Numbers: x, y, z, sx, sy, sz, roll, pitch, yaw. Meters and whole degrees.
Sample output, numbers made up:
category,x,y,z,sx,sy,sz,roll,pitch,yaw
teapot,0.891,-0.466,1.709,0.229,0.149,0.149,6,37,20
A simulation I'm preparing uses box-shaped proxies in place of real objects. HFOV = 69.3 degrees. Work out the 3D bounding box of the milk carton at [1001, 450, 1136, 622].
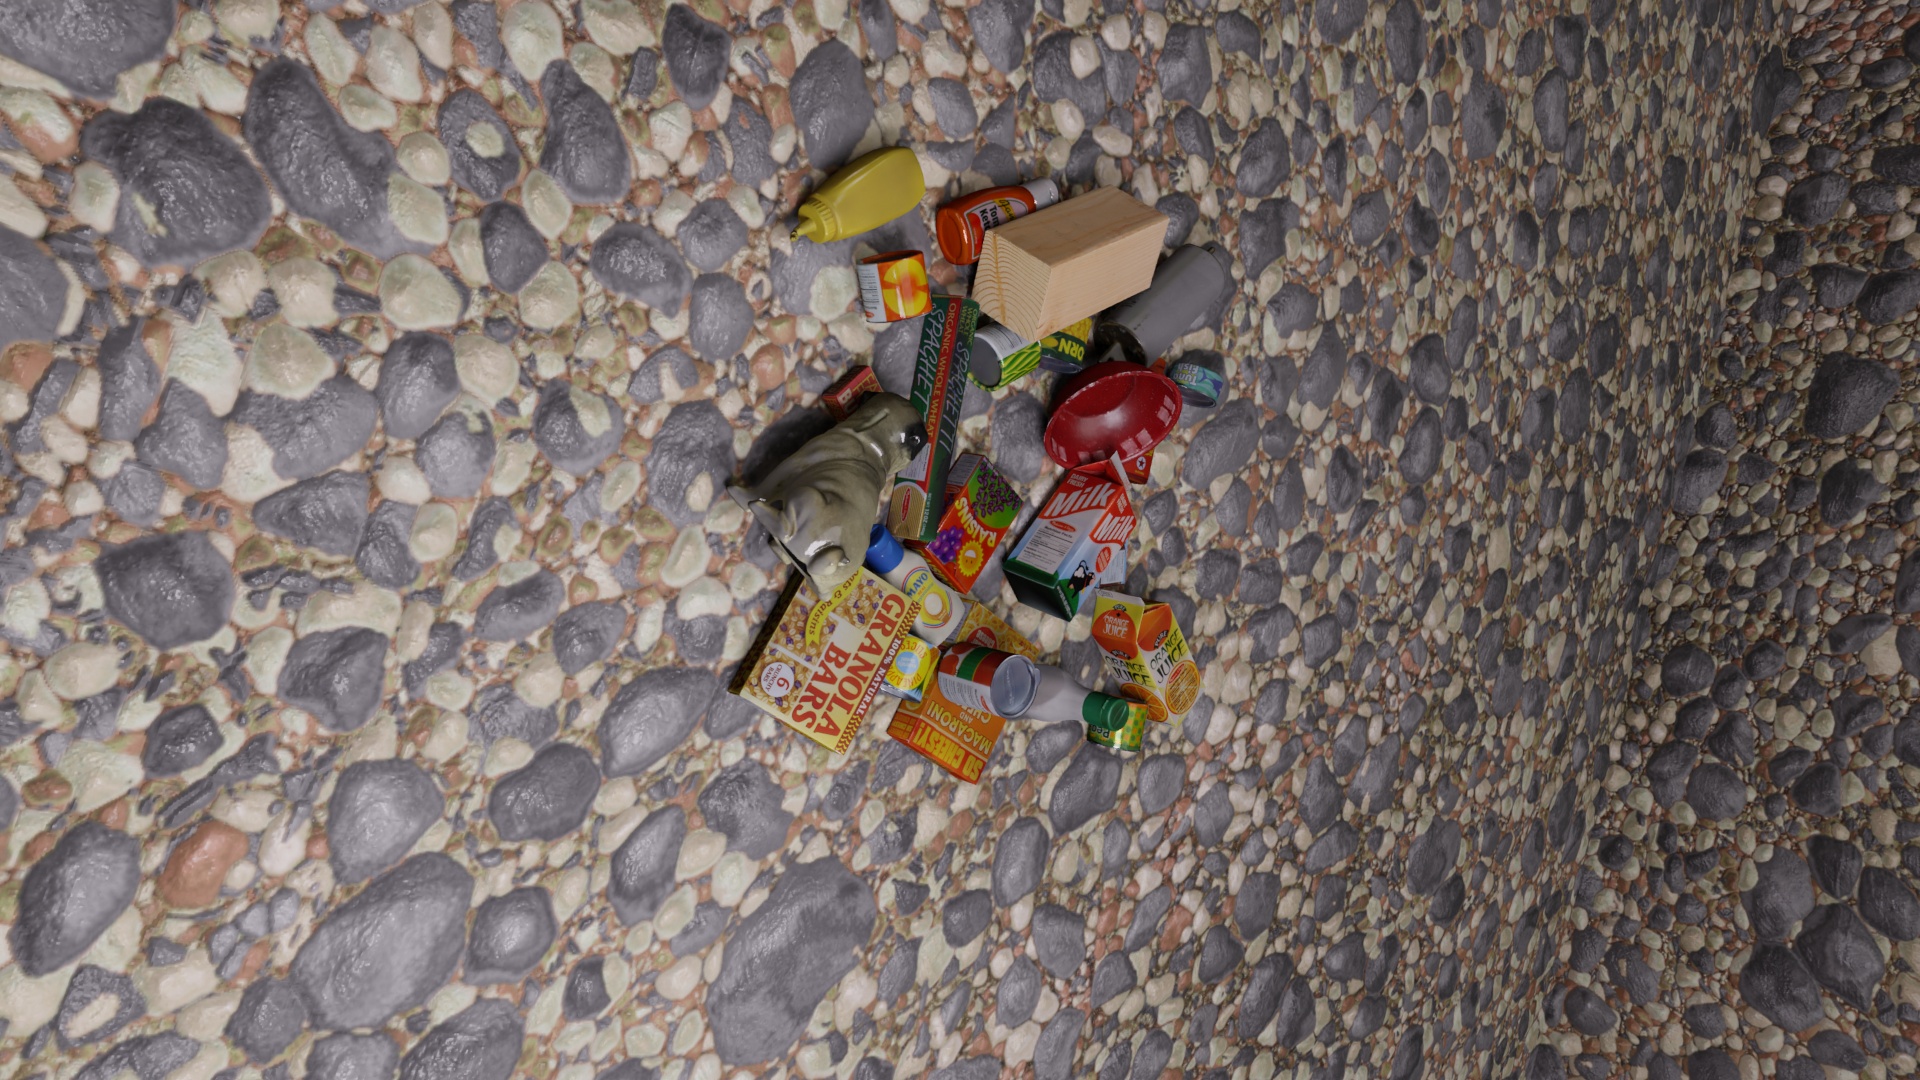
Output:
category,x,y,z,sx,sy,sz,roll,pitch,yaw
milk carton,0.134,-0.010,1.555,0.191,0.073,0.072,-54,143,-21

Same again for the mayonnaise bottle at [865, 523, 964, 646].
category,x,y,z,sx,sy,sz,roll,pitch,yaw
mayonnaise bottle,-0.054,0.043,1.415,0.065,0.041,0.147,-52,129,-18

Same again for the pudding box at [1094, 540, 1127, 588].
category,x,y,z,sx,sy,sz,roll,pitch,yaw
pudding box,0.171,0.012,1.636,0.050,0.030,0.083,-5,101,-42

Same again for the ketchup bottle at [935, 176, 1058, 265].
category,x,y,z,sx,sy,sz,roll,pitch,yaw
ketchup bottle,0.040,-0.337,1.433,0.149,0.043,0.064,-34,126,-35

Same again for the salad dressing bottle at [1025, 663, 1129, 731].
category,x,y,z,sx,sy,sz,roll,pitch,yaw
salad dressing bottle,0.119,0.176,1.533,0.064,0.147,0.044,-55,130,-21

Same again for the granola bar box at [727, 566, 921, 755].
category,x,y,z,sx,sy,sz,roll,pitch,yaw
granola bar box,-0.128,0.103,1.334,0.124,0.039,0.166,34,73,-23

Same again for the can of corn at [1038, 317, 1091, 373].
category,x,y,z,sx,sy,sz,roll,pitch,yaw
can of corn,0.106,-0.217,1.500,0.071,0.071,0.058,19,84,-44

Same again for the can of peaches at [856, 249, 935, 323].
category,x,y,z,sx,sy,sz,roll,pitch,yaw
can of peaches,-0.061,-0.245,1.336,0.071,0.071,0.058,-26,115,-38

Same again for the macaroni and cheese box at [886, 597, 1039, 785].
category,x,y,z,sx,sy,sz,roll,pitch,yaw
macaroni and cheese box,0.005,0.162,1.496,0.123,0.040,0.167,40,70,-40

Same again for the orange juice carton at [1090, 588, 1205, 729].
category,x,y,z,sx,sy,sz,roll,pitch,yaw
orange juice carton,0.222,0.132,1.679,0.073,0.072,0.192,-47,127,-27

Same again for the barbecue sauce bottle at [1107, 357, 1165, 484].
category,x,y,z,sx,sy,sz,roll,pitch,yaw
barbecue sauce bottle,0.207,-0.143,1.632,0.065,0.043,0.148,15,87,-44

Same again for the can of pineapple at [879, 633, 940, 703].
category,x,y,z,sx,sy,sz,roll,pitch,yaw
can of pineapple,-0.060,0.126,1.406,0.071,0.071,0.058,34,73,-42

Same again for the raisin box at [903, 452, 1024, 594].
category,x,y,z,sx,sy,sz,roll,pitch,yaw
raisin box,0.005,-0.018,1.463,0.124,0.040,0.086,-57,132,-19

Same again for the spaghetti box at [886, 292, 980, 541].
category,x,y,z,sx,sy,sz,roll,pitch,yaw
spaghetti box,-0.028,-0.124,1.403,0.029,0.050,0.250,10,90,-47

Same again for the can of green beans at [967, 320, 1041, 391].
category,x,y,z,sx,sy,sz,roll,pitch,yaw
can of green beans,0.041,-0.195,1.445,0.058,0.071,0.071,-32,119,-35

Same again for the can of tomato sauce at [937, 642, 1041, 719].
category,x,y,z,sx,sy,sz,roll,pitch,yaw
can of tomato sauce,0.029,0.142,1.428,0.071,0.083,0.071,-7,101,-41

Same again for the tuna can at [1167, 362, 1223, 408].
category,x,y,z,sx,sy,sz,roll,pitch,yaw
tuna can,0.281,-0.188,1.678,0.071,0.071,0.033,27,78,-44

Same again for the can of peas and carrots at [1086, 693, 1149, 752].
category,x,y,z,sx,sy,sz,roll,pitch,yaw
can of peas and carrots,0.187,0.218,1.666,0.071,0.071,0.058,13,89,-45

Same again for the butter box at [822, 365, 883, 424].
category,x,y,z,sx,sy,sz,roll,pitch,yaw
butter box,-0.091,-0.116,1.362,0.053,0.024,0.103,-47,127,-28

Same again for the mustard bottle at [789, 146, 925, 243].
category,x,y,z,sx,sy,sz,roll,pitch,yaw
mustard bottle,-0.103,-0.315,1.295,0.161,0.049,0.065,-37,121,-33
